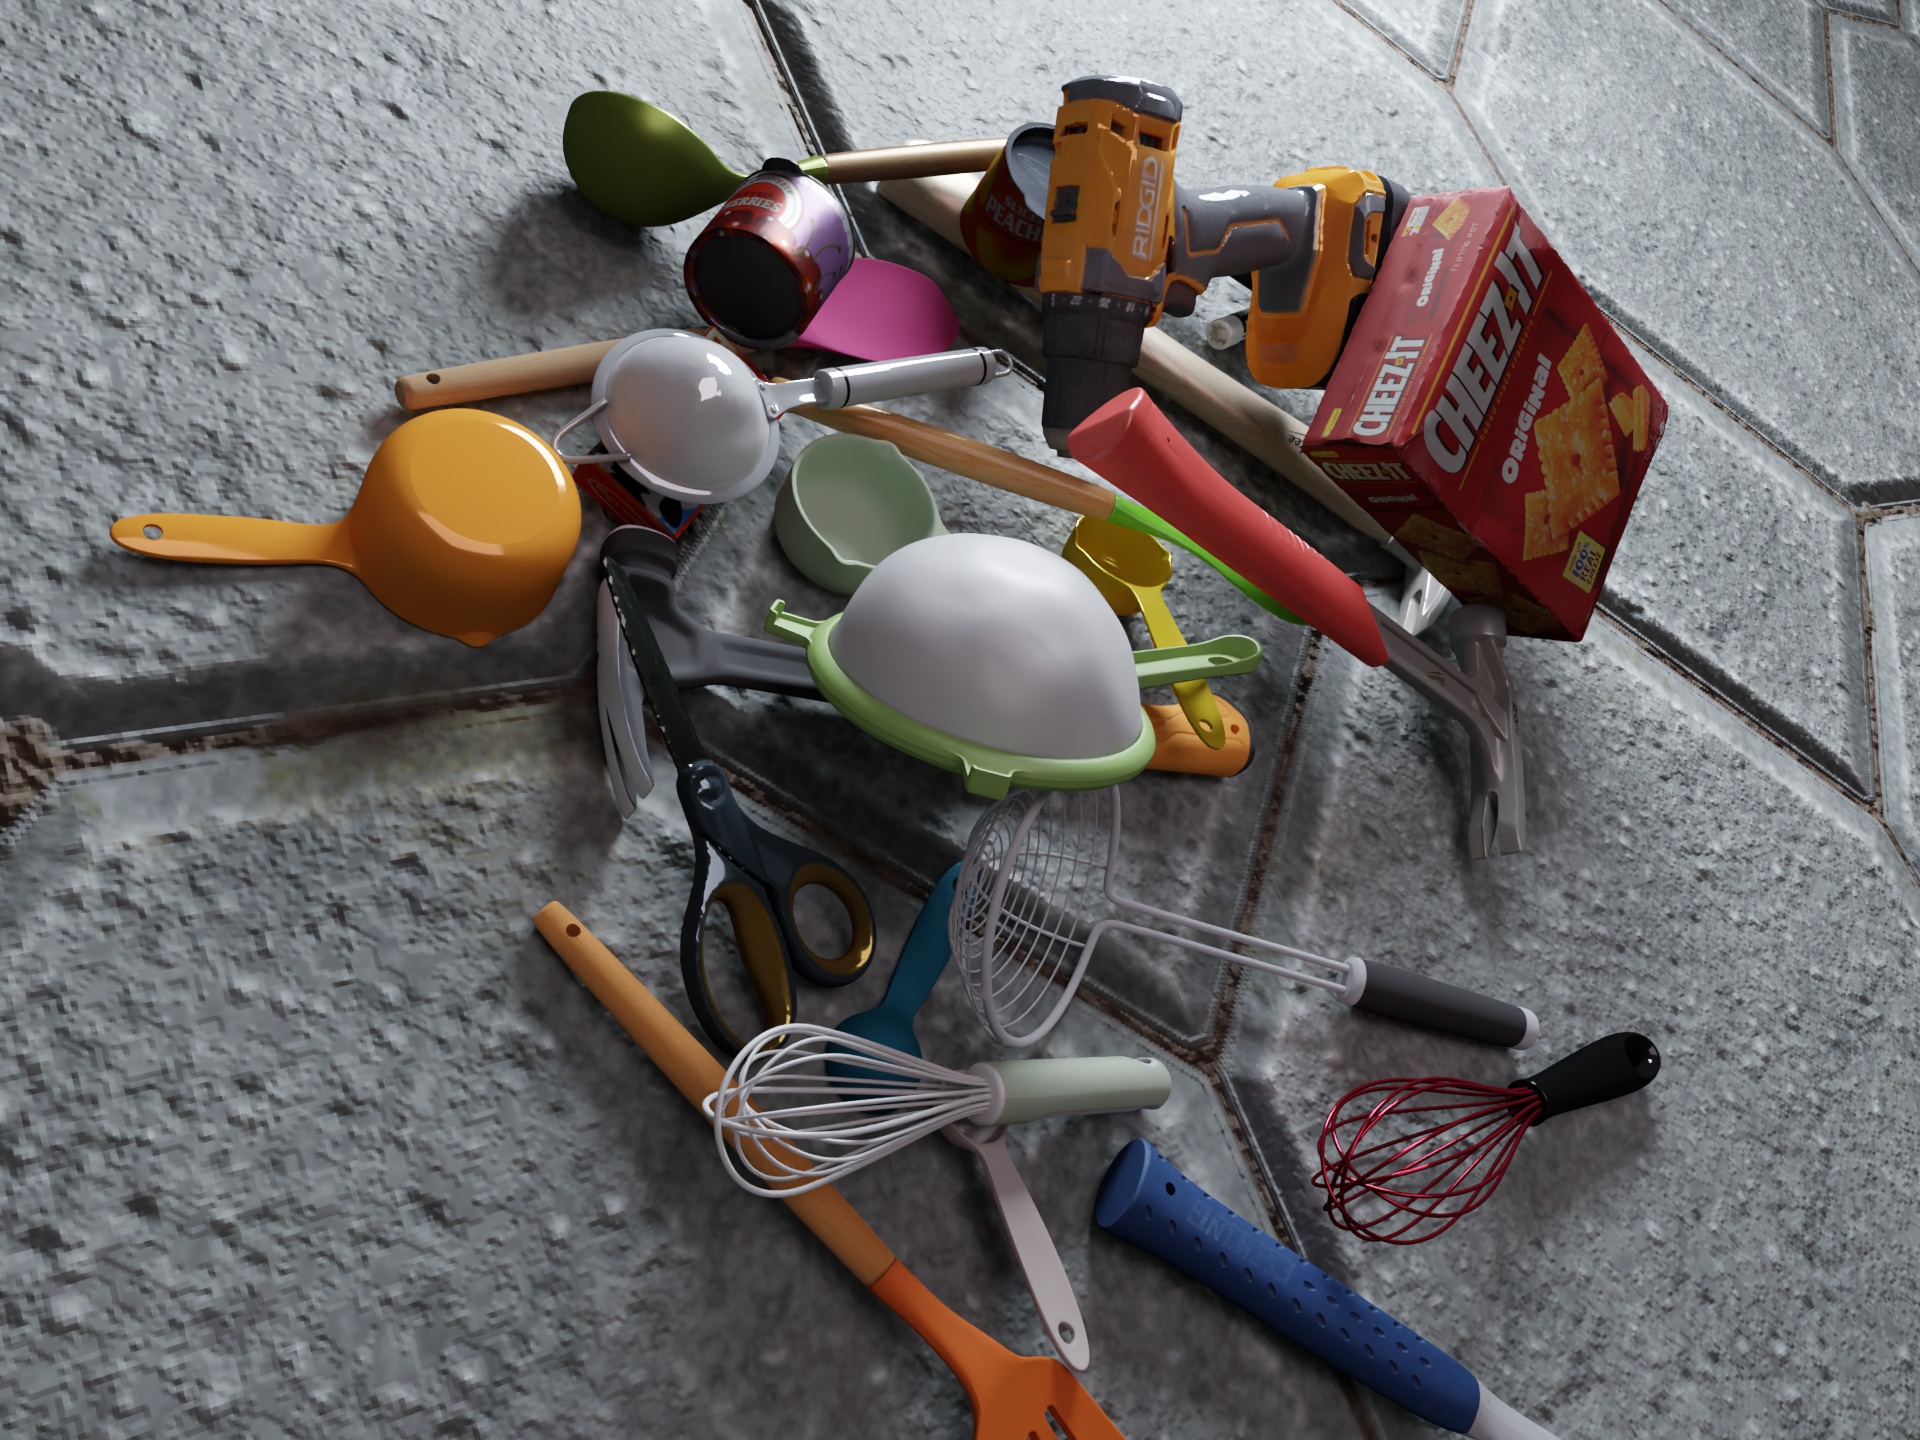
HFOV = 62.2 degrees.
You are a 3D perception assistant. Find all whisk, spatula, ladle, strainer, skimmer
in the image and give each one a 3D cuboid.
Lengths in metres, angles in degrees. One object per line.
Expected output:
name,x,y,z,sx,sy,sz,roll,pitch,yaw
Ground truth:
whisk,0.266,0.192,0.776,0.295,0.073,0.073,-5,66,-41
spatula,-0.051,0.192,0.598,0.322,0.041,0.081,46,48,5
ladle,-0.054,-0.304,0.837,0.320,0.078,0.062,-18,98,-32
strainer,-0.066,-0.155,0.735,0.258,0.050,0.087,-19,81,-40
skimmer,0.150,0.112,0.725,0.363,0.090,0.127,18,85,-25
strainer,0.055,-0.041,0.688,0.256,0.069,0.152,-8,34,-42
whisk,0.003,0.146,0.616,0.246,0.058,0.059,10,80,-45

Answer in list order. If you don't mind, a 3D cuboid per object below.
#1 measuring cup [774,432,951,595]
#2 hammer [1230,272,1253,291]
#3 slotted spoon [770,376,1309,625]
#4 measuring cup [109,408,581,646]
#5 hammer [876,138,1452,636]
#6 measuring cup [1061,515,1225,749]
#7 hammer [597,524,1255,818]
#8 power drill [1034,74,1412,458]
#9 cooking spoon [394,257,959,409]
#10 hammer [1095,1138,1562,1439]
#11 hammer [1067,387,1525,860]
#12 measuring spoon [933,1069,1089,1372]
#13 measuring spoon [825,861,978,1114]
measuring cup,-0.014,-0.073,0.767,0.167,0.038,0.083,30,51,-16
hammer,0.227,-0.254,0.991,0.331,0.033,0.128,31,38,-9
slotted spoon,0.052,-0.115,0.805,0.313,0.031,0.070,17,41,-15
measuring cup,-0.233,-0.082,0.622,0.173,0.052,0.095,-2,65,-35
hammer,0.126,-0.197,0.929,0.410,0.038,0.146,32,52,-12
measuring cup,0.094,-0.041,0.801,0.062,0.029,0.157,2,50,-31
hammer,-0.001,-0.002,0.734,0.336,0.034,0.127,8,58,-28
power drill,0.134,-0.224,0.850,0.226,0.084,0.185,0,101,-37
cooking spoon,-0.123,-0.184,0.775,0.319,0.017,0.069,-21,77,-39
hammer,0.228,0.309,0.693,0.405,0.035,0.144,34,50,-10
hammer,0.181,-0.052,0.789,0.358,0.037,0.149,27,57,-39
measuring spoon,0.019,0.198,0.629,0.034,0.018,0.124,3,53,-45
measuring spoon,-0.016,0.106,0.668,0.042,0.021,0.129,35,51,-10
